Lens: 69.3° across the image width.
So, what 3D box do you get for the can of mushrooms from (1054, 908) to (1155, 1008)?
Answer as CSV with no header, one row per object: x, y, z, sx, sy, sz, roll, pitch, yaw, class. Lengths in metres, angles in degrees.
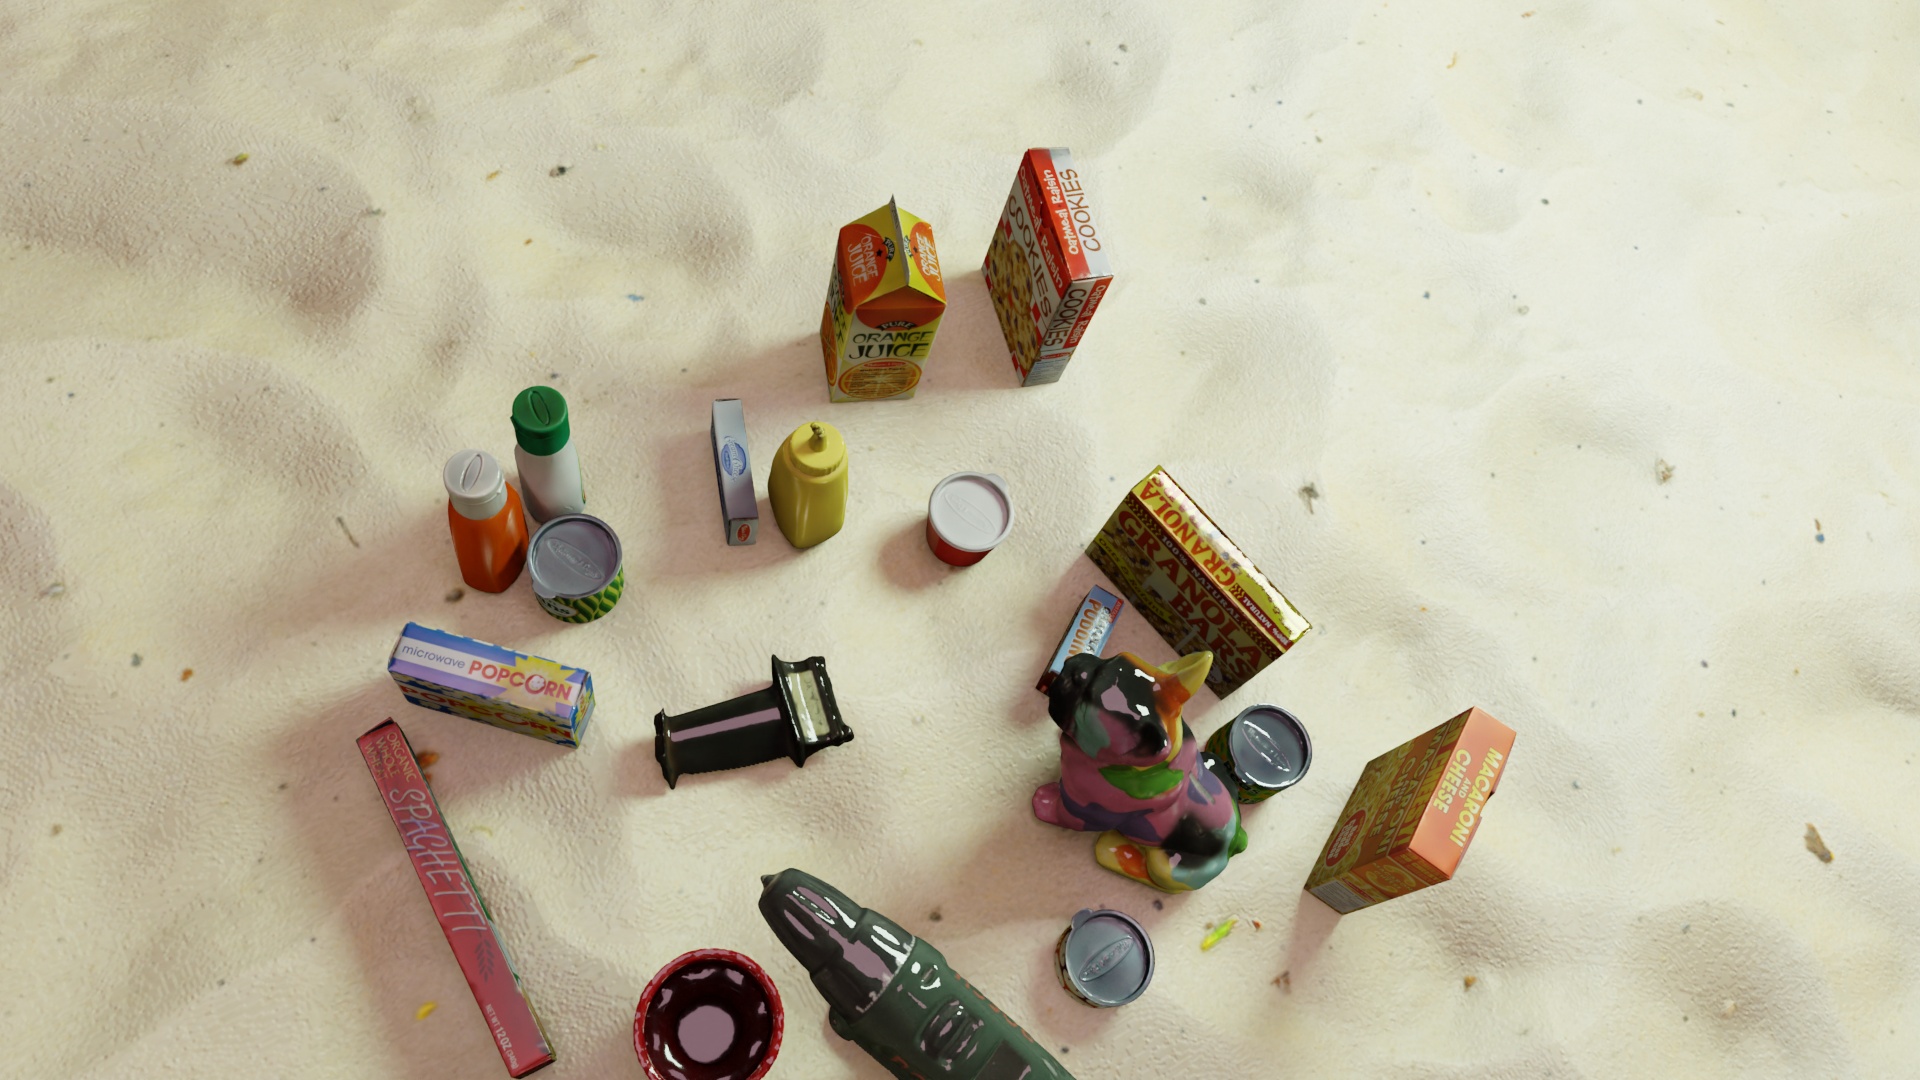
0.101,0.297,0.993,0.071,0.033,0.071,5,66,-10,can of mushrooms

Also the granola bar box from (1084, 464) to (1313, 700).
0.179,0.036,1.072,0.039,0.123,0.166,-38,79,-23,granola bar box

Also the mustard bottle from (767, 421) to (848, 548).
-0.109,-0.048,1.026,0.049,0.159,0.065,-23,74,-20,mustard bottle

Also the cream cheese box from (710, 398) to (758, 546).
-0.175,-0.052,1.073,0.024,0.053,0.104,-6,69,-15,cream cheese box

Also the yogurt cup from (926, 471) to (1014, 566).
0.004,-0.014,1.095,0.072,0.053,0.072,5,66,-10,yogurt cup

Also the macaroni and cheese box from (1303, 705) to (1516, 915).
0.325,0.200,1.010,0.040,0.165,0.124,34,65,3,macaroni and cheese box

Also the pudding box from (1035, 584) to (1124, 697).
0.093,0.081,1.075,0.030,0.049,0.084,30,64,1,pudding box

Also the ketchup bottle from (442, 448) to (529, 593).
-0.331,-0.016,0.970,0.043,0.148,0.065,15,65,-6,ketchup bottle

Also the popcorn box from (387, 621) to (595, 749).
-0.320,0.101,0.957,0.127,0.085,0.038,16,65,-5,popcorn box

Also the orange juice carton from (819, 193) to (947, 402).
-0.060,-0.183,1.077,0.073,0.191,0.072,-5,69,-14,orange juice carton

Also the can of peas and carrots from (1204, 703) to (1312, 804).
0.225,0.166,1.063,0.071,0.058,0.071,5,66,-10,can of peas and carrots

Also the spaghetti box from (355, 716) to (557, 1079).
-0.333,0.235,0.916,0.029,0.050,0.250,-26,75,-21,spaghetti box

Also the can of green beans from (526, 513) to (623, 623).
-0.281,0.021,1.015,0.071,0.057,0.071,5,66,-10,can of green beans

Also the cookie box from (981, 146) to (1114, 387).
0.067,-0.220,1.135,0.040,0.166,0.123,-11,70,-16,cookie box

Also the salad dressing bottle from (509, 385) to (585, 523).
-0.297,-0.060,0.998,0.044,0.147,0.064,-21,73,-20,salad dressing bottle
